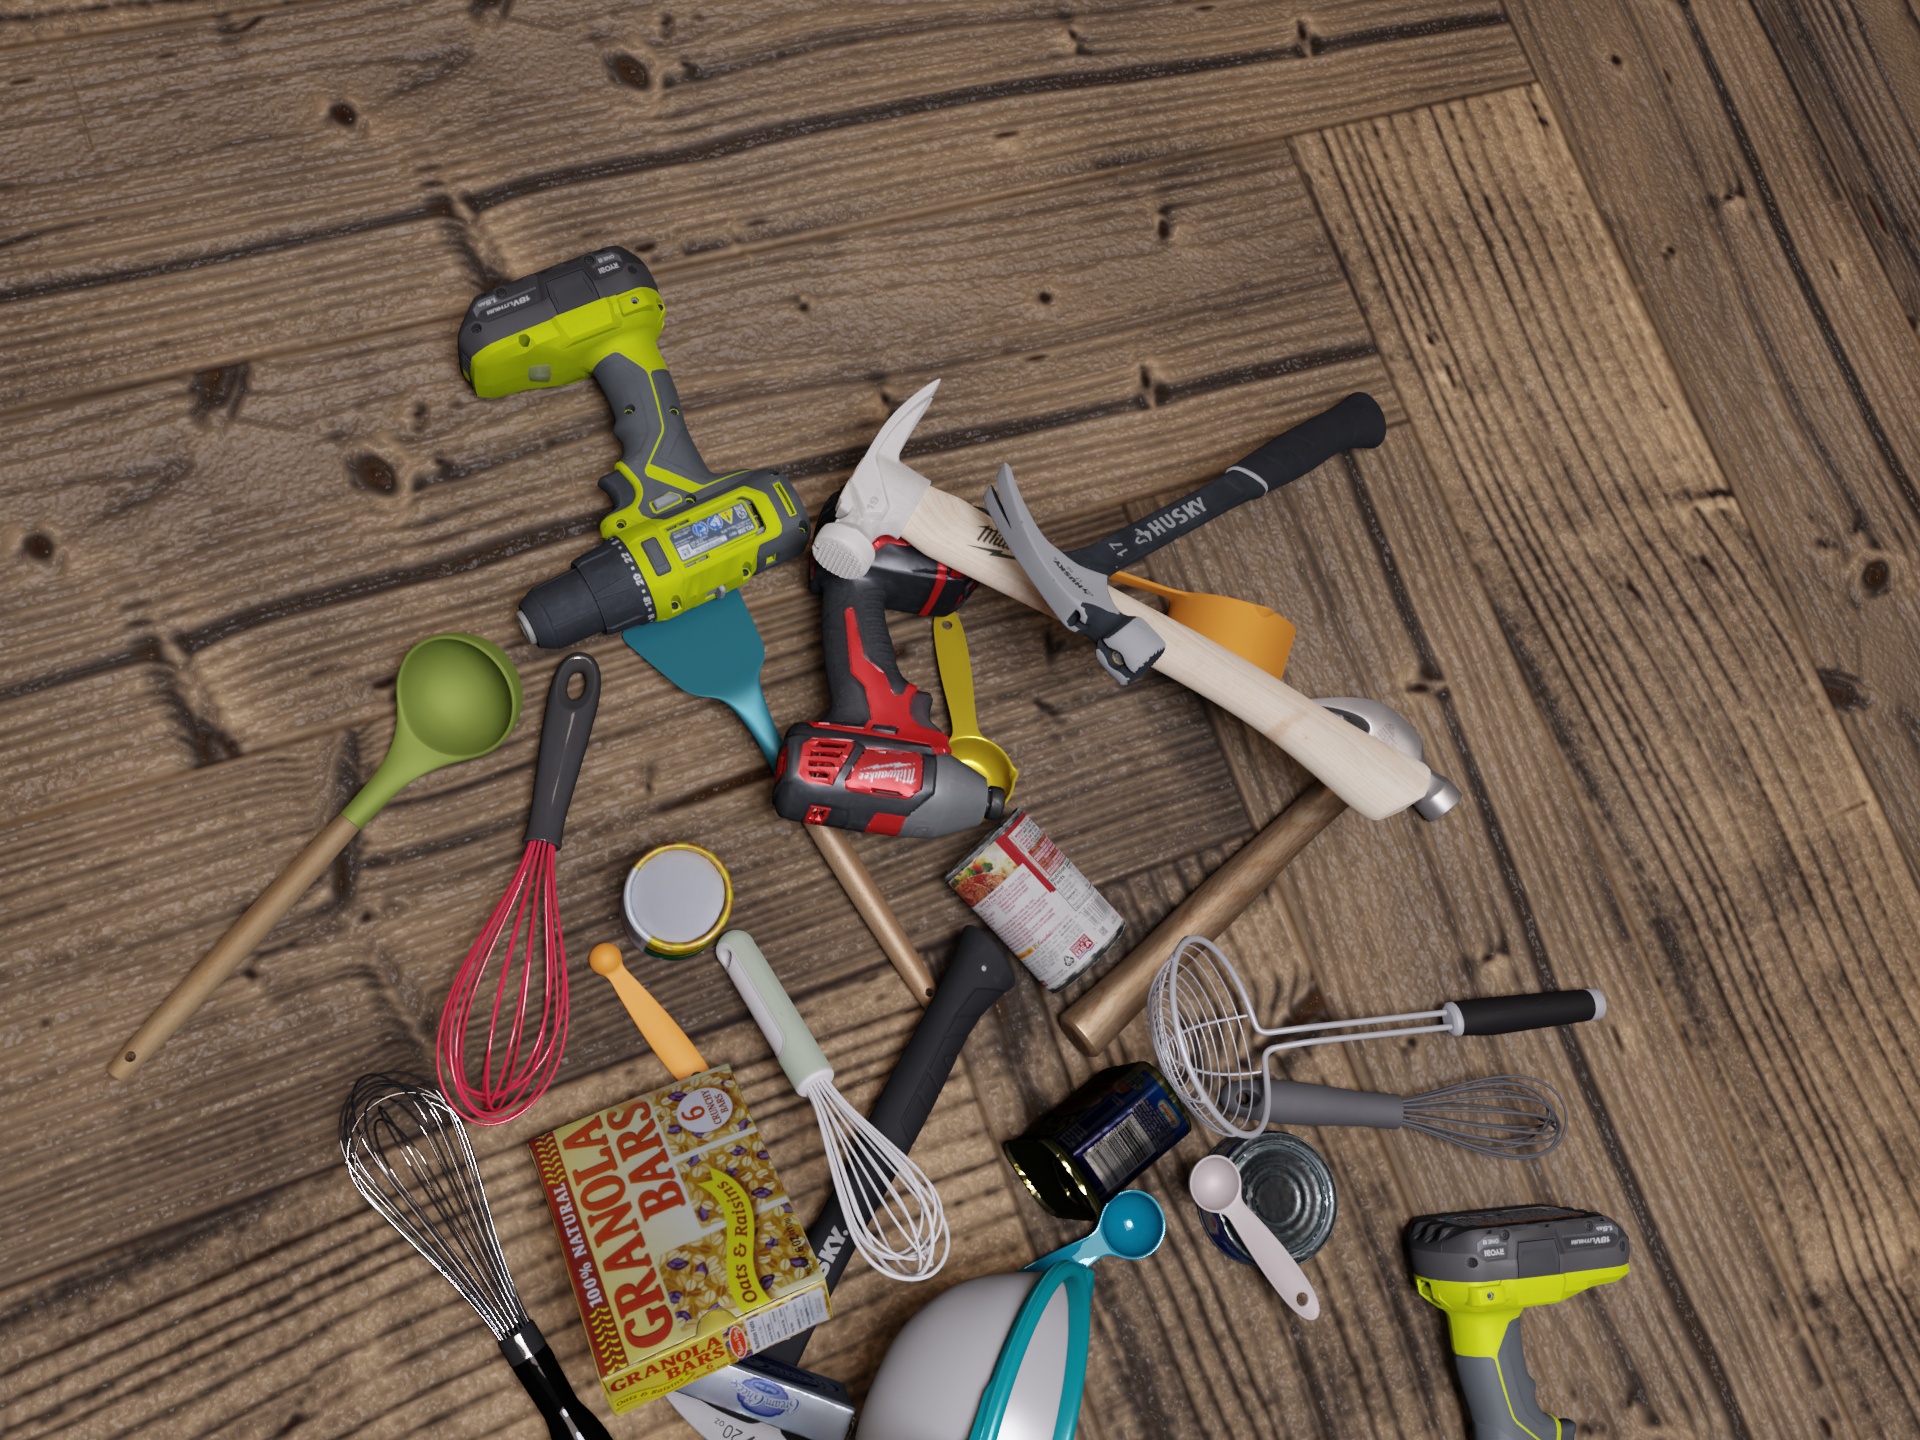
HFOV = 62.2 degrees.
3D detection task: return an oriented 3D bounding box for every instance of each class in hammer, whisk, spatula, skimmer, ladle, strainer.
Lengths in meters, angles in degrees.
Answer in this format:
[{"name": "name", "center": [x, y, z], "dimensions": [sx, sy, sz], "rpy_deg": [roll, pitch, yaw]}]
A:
[{"name": "hammer", "center": [0.174, -0.155, 1.053], "dimensions": [0.149, 0.036, 0.409], "rpy_deg": [48, 46, 11]}, {"name": "hammer", "center": [0.117, -0.063, 1.006], "dimensions": [0.410, 0.038, 0.146], "rpy_deg": [29, 63, -4]}, {"name": "hammer", "center": [-0.063, 0.275, 0.955], "dimensions": [0.146, 0.035, 0.335], "rpy_deg": [30, 74, -5]}, {"name": "whisk", "center": [0.287, 0.255, 1.049], "dimensions": [0.239, 0.055, 0.055], "rpy_deg": [6, 74, -8]}, {"name": "whisk", "center": [-0.081, 0.218, 0.927], "dimensions": [0.059, 0.057, 0.247], "rpy_deg": [-10, 50, -39]}, {"name": "spatula", "center": [-0.100, 0.052, 1.021], "dimensions": [0.082, 0.044, 0.317], "rpy_deg": [-32, 90, -20]}, {"name": "whisk", "center": [-0.262, 0.321, 0.893], "dimensions": [0.070, 0.070, 0.284], "rpy_deg": [-31, 89, -19]}, {"name": "skimmer", "center": [0.283, 0.192, 1.030], "dimensions": [0.363, 0.090, 0.127], "rpy_deg": [-2, 65, -19]}, {"name": "whisk", "center": [-0.255, 0.094, 0.955], "dimensions": [0.073, 0.073, 0.296], "rpy_deg": [11, 67, -11]}, {"name": "ladle", "center": [-0.377, 0.077, 0.928], "dimensions": [0.078, 0.062, 0.320], "rpy_deg": [39, 73, -1]}, {"name": "hammer", "center": [0.192, 0.102, 1.073], "dimensions": [0.331, 0.031, 0.130], "rpy_deg": [-39, 88, -19]}, {"name": "strainer", "center": [-0.021, 0.378, 0.824], "dimensions": [0.095, 0.340, 0.211], "rpy_deg": [9, 76, 21]}]

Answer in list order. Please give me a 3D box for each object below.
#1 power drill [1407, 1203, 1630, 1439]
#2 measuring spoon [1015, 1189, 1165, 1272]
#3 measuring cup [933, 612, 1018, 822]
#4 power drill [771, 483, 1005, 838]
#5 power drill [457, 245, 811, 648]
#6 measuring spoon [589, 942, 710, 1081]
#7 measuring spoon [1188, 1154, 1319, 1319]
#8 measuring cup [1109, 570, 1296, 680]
[{"name": "power drill", "center": [0.369, 0.429, 1.010], "dimensions": [0.171, 0.080, 0.223], "rpy_deg": [-1, 80, -13]}, {"name": "measuring spoon", "center": [0.068, 0.335, 0.993], "dimensions": [0.128, 0.021, 0.042], "rpy_deg": [-27, 83, -9]}, {"name": "measuring cup", "center": [-0.002, -0.003, 1.062], "dimensions": [0.062, 0.029, 0.157], "rpy_deg": [-3, 65, -13]}, {"name": "power drill", "center": [-0.037, -0.031, 1.008], "dimensions": [0.143, 0.078, 0.220], "rpy_deg": [9, 64, -11]}, {"name": "power drill", "center": [-0.228, -0.169, 1.018], "dimensions": [0.190, 0.080, 0.228], "rpy_deg": [-27, 86, -19]}, {"name": "measuring spoon", "center": [-0.187, 0.183, 0.969], "dimensions": [0.021, 0.011, 0.117], "rpy_deg": [-37, 87, -19]}, {"name": "measuring spoon", "center": [0.182, 0.322, 0.987], "dimensions": [0.034, 0.018, 0.124], "rpy_deg": [-38, 94, -19]}, {"name": "measuring cup", "center": [0.140, -0.060, 1.066], "dimensions": [0.173, 0.095, 0.052], "rpy_deg": [18, 81, -17]}]
